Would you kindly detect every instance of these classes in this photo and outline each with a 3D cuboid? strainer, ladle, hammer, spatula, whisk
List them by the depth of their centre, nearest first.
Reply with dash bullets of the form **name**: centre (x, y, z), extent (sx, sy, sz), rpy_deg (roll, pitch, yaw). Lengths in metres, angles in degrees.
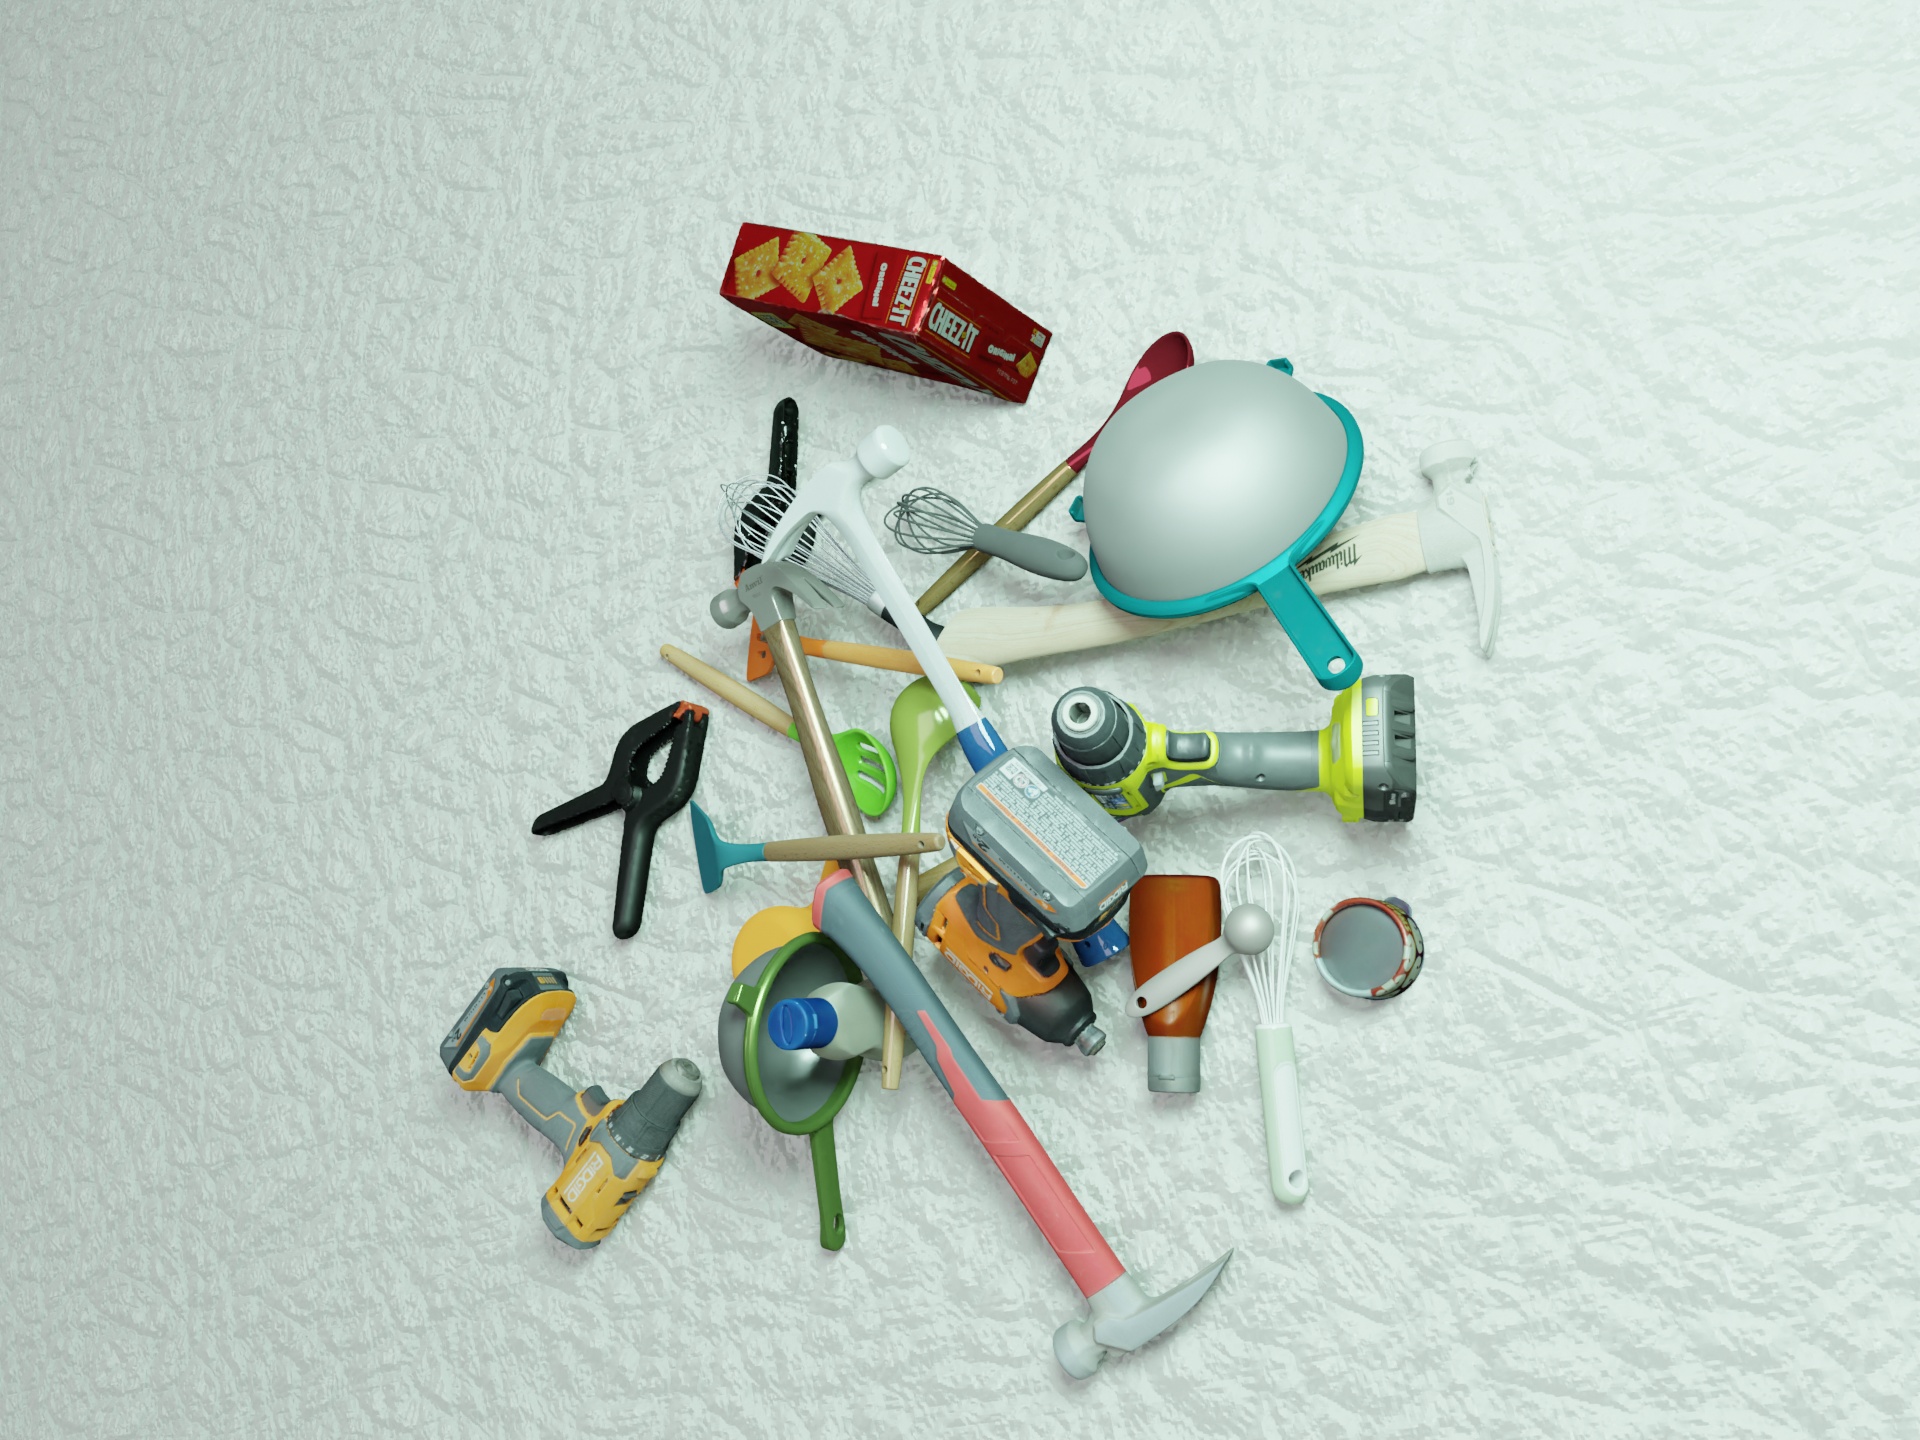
- **strainer**: centre (0.173, -0.142, 1.041), extent (0.211, 0.095, 0.341), rpy_deg (-34, 35, 12)
- **whisk**: centre (0.209, 0.197, 1.065), extent (0.059, 0.057, 0.246), rpy_deg (155, 113, -64)
- **hammer**: centre (0.026, 0.259, 1.119), extent (0.143, 0.038, 0.386), rpy_deg (-40, 76, 18)
- **hammer**: centre (0.171, -0.078, 1.136), extent (0.410, 0.038, 0.146), rpy_deg (-12, 75, 26)
- **hammer**: centre (-0.002, -0.004, 1.150), extent (0.144, 0.035, 0.405), rpy_deg (-32, 88, 33)
- **whisk**: centre (0.050, 0.089, 1.194), extent (0.245, 0.047, 0.051), rpy_deg (-30, 54, 29)
- **ladle**: centre (-0.031, 0.118, 1.210), extent (0.078, 0.062, 0.320), rpy_deg (-9, 71, 45)
- **strainer**: centre (-0.131, 0.284, 1.214), extent (0.069, 0.151, 0.256), rpy_deg (2, 106, 30)
- **whisk**: centre (0.017, -0.139, 1.220), extent (0.239, 0.055, 0.055), rpy_deg (25, 94, 50)
- **ladle**: centre (0.068, -0.181, 1.246), extent (0.315, 0.031, 0.069), rpy_deg (-42, 40, 21)
- **spatula**: centre (-0.125, 0.099, 1.255), extent (0.317, 0.044, 0.082), rpy_deg (-6, 93, 42)
- **hammer**: centre (-0.107, 0.031, 1.258), extent (0.130, 0.031, 0.331), rpy_deg (-26, 81, 45)
- **spatula**: centre (-0.082, -0.054, 1.270), extent (0.323, 0.041, 0.081), rpy_deg (11, 95, 43)
- **whisk**: centre (-0.088, -0.114, 1.288), extent (0.285, 0.070, 0.070), rpy_deg (36, 100, 17)

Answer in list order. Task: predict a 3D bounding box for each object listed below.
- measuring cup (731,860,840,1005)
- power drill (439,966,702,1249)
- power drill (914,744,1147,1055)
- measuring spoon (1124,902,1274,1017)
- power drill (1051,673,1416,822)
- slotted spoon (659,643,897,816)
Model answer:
- **measuring cup**: centre (-0.129, 0.154, 1.283), extent (0.095, 0.052, 0.173), rpy_deg (21, 93, 34)
- **power drill**: centre (-0.330, 0.308, 1.366), extent (0.226, 0.084, 0.185), rpy_deg (44, 103, 27)
- **power drill**: centre (0.052, 0.133, 1.070), extent (0.084, 0.226, 0.164), rpy_deg (-37, 70, -27)
- **measuring spoon**: centre (0.156, 0.165, 1.066), extent (0.124, 0.018, 0.034), rpy_deg (-39, 68, 21)
- **power drill**: centre (0.173, 0.017, 1.020), extent (0.228, 0.190, 0.080), rpy_deg (-1, 76, 14)
- **slotted spoon**: centre (-0.158, -0.005, 1.350), extent (0.314, 0.031, 0.070), rpy_deg (29, 124, 36)
